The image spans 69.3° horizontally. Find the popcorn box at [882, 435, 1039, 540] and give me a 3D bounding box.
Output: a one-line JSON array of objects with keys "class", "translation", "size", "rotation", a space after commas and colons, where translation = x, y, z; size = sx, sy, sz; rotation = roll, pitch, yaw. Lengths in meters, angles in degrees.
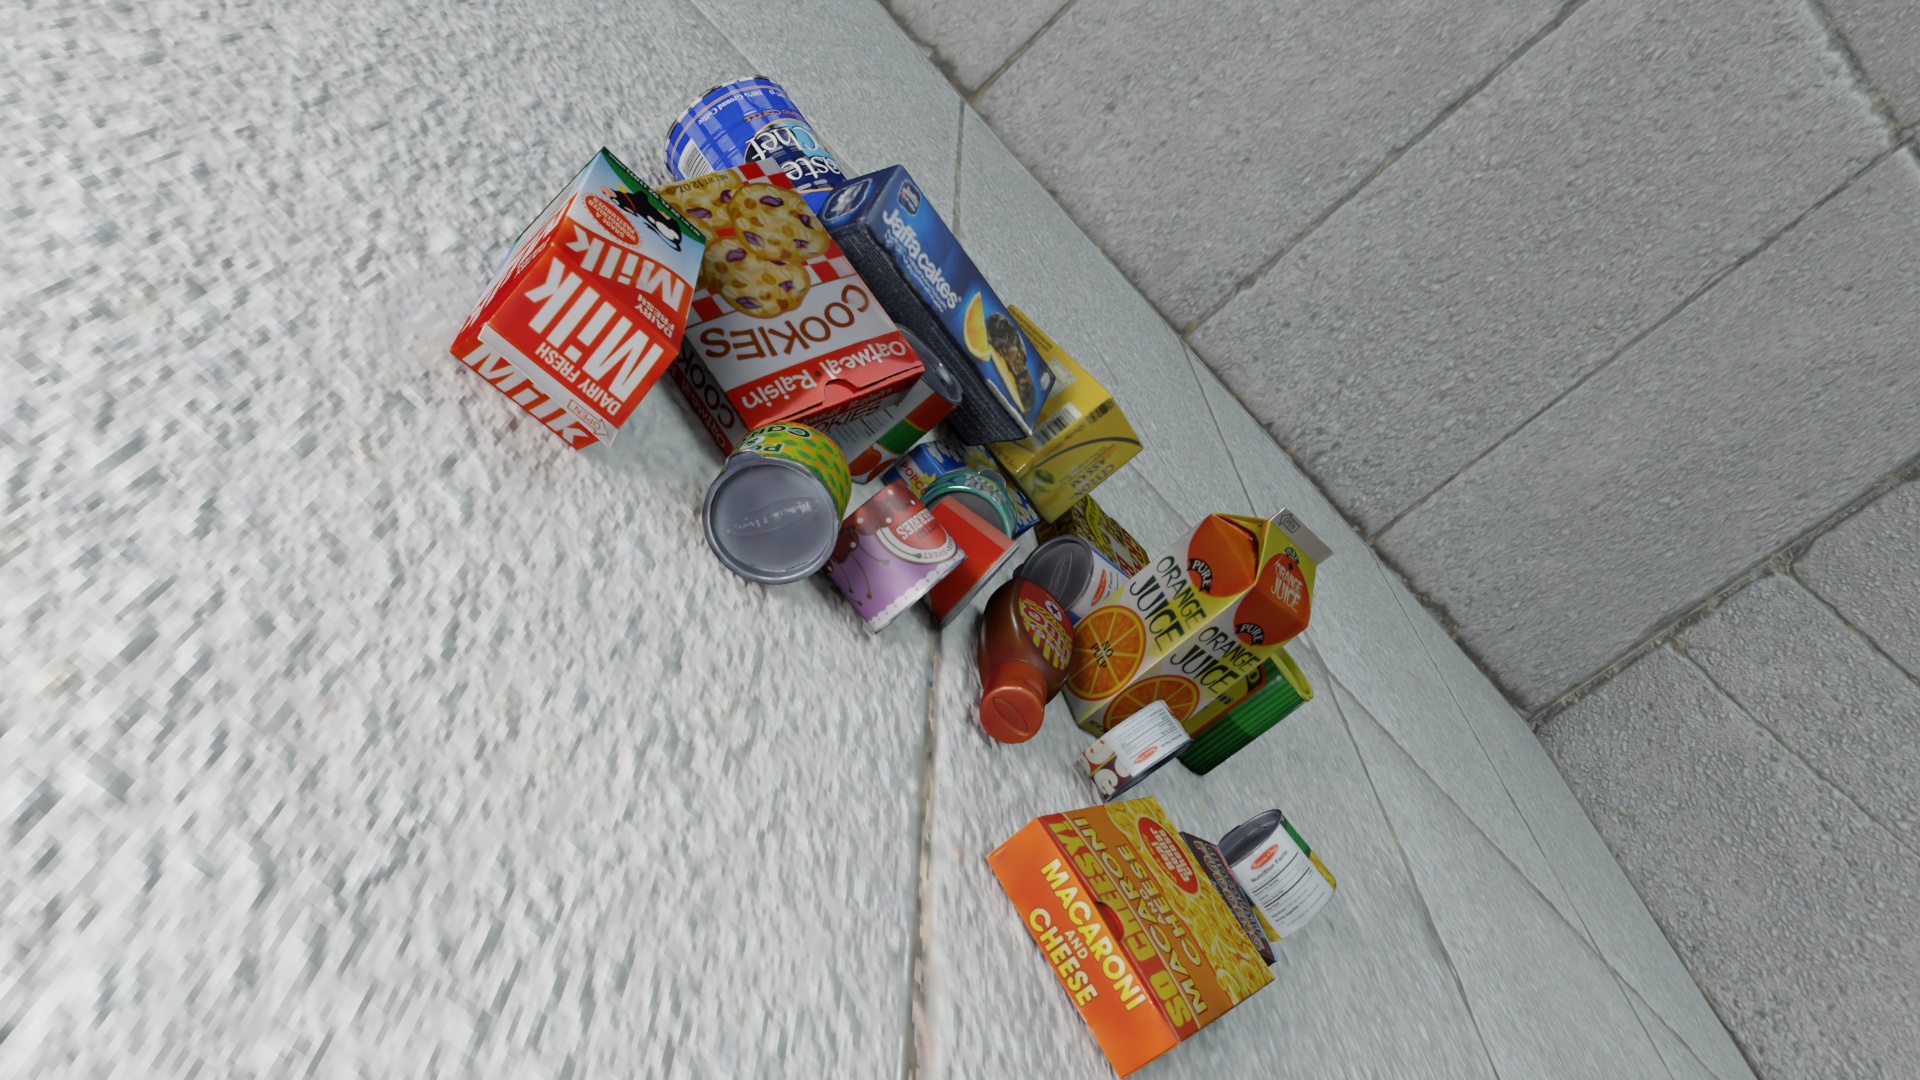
[{"class": "popcorn box", "translation": [0.003, -0.029, 0.975], "size": [0.085, 0.038, 0.127], "rotation": [52, 18, 4]}]

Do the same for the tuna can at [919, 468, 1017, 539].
[{"class": "tuna can", "translation": [0.003, -0.011, 0.884], "size": [0.071, 0.071, 0.033], "rotation": [48, 18, -8]}]

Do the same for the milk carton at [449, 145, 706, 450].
[{"class": "milk carton", "translation": [-0.176, -0.110, 0.650], "size": [0.072, 0.073, 0.191], "rotation": [42, 20, -24]}]

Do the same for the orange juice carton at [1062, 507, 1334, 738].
[{"class": "orange juice carton", "translation": [0.158, 0.053, 0.926], "size": [0.071, 0.192, 0.073], "rotation": [34, 23, -39]}]

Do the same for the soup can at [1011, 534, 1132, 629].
[{"class": "soup can", "translation": [0.088, 0.043, 0.993], "size": [0.083, 0.071, 0.071], "rotation": [35, 23, -41]}]

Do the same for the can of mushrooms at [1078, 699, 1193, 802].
[{"class": "can of mushrooms", "translation": [0.108, 0.131, 0.862], "size": [0.033, 0.071, 0.071], "rotation": [54, 18, 15]}]

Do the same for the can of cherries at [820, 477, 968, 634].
[{"class": "can of cherries", "translation": [-0.037, 0.007, 0.751], "size": [0.058, 0.071, 0.072], "rotation": [50, 17, 1]}]

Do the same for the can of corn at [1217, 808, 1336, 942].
[{"class": "can of corn", "translation": [0.200, 0.218, 0.905], "size": [0.058, 0.071, 0.071], "rotation": [51, 18, 1]}]

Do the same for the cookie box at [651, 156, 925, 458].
[{"class": "cookie box", "translation": [-0.117, -0.134, 0.792], "size": [0.123, 0.040, 0.167], "rotation": [-26, 73, -34]}]

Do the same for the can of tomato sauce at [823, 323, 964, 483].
[{"class": "can of tomato sauce", "translation": [-0.050, -0.086, 0.888], "size": [0.071, 0.083, 0.071], "rotation": [44, 18, -19]}]

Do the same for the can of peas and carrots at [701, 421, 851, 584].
[{"class": "can of peas and carrots", "translation": [-0.090, -0.022, 0.687], "size": [0.071, 0.071, 0.059], "rotation": [45, 17, -15]}]

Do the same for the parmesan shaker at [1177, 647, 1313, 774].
[{"class": "parmesan shaker", "translation": [0.204, 0.123, 1.042], "size": [0.071, 0.103, 0.071], "rotation": [44, 18, -18]}]

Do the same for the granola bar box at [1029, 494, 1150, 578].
[{"class": "granola bar box", "translation": [0.118, 0.027, 1.133], "size": [0.124, 0.039, 0.166], "rotation": [41, 20, -26]}]

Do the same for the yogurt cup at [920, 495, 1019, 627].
[{"class": "yogurt cup", "translation": [-0.006, 0.010, 0.835], "size": [0.054, 0.072, 0.072], "rotation": [43, 17, 3]}]

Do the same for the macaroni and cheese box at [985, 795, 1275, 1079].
[{"class": "macaroni and cheese box", "translation": [0.094, 0.199, 0.729], "size": [0.124, 0.040, 0.166], "rotation": [56, 19, 21]}]

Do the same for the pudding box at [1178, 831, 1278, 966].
[{"class": "pudding box", "translation": [0.152, 0.222, 0.838], "size": [0.049, 0.030, 0.084], "rotation": [32, 25, -46]}]

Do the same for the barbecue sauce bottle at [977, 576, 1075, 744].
[{"class": "barbecue sauce bottle", "translation": [0.037, 0.074, 0.840], "size": [0.065, 0.043, 0.149], "rotation": [48, 18, -9]}]
